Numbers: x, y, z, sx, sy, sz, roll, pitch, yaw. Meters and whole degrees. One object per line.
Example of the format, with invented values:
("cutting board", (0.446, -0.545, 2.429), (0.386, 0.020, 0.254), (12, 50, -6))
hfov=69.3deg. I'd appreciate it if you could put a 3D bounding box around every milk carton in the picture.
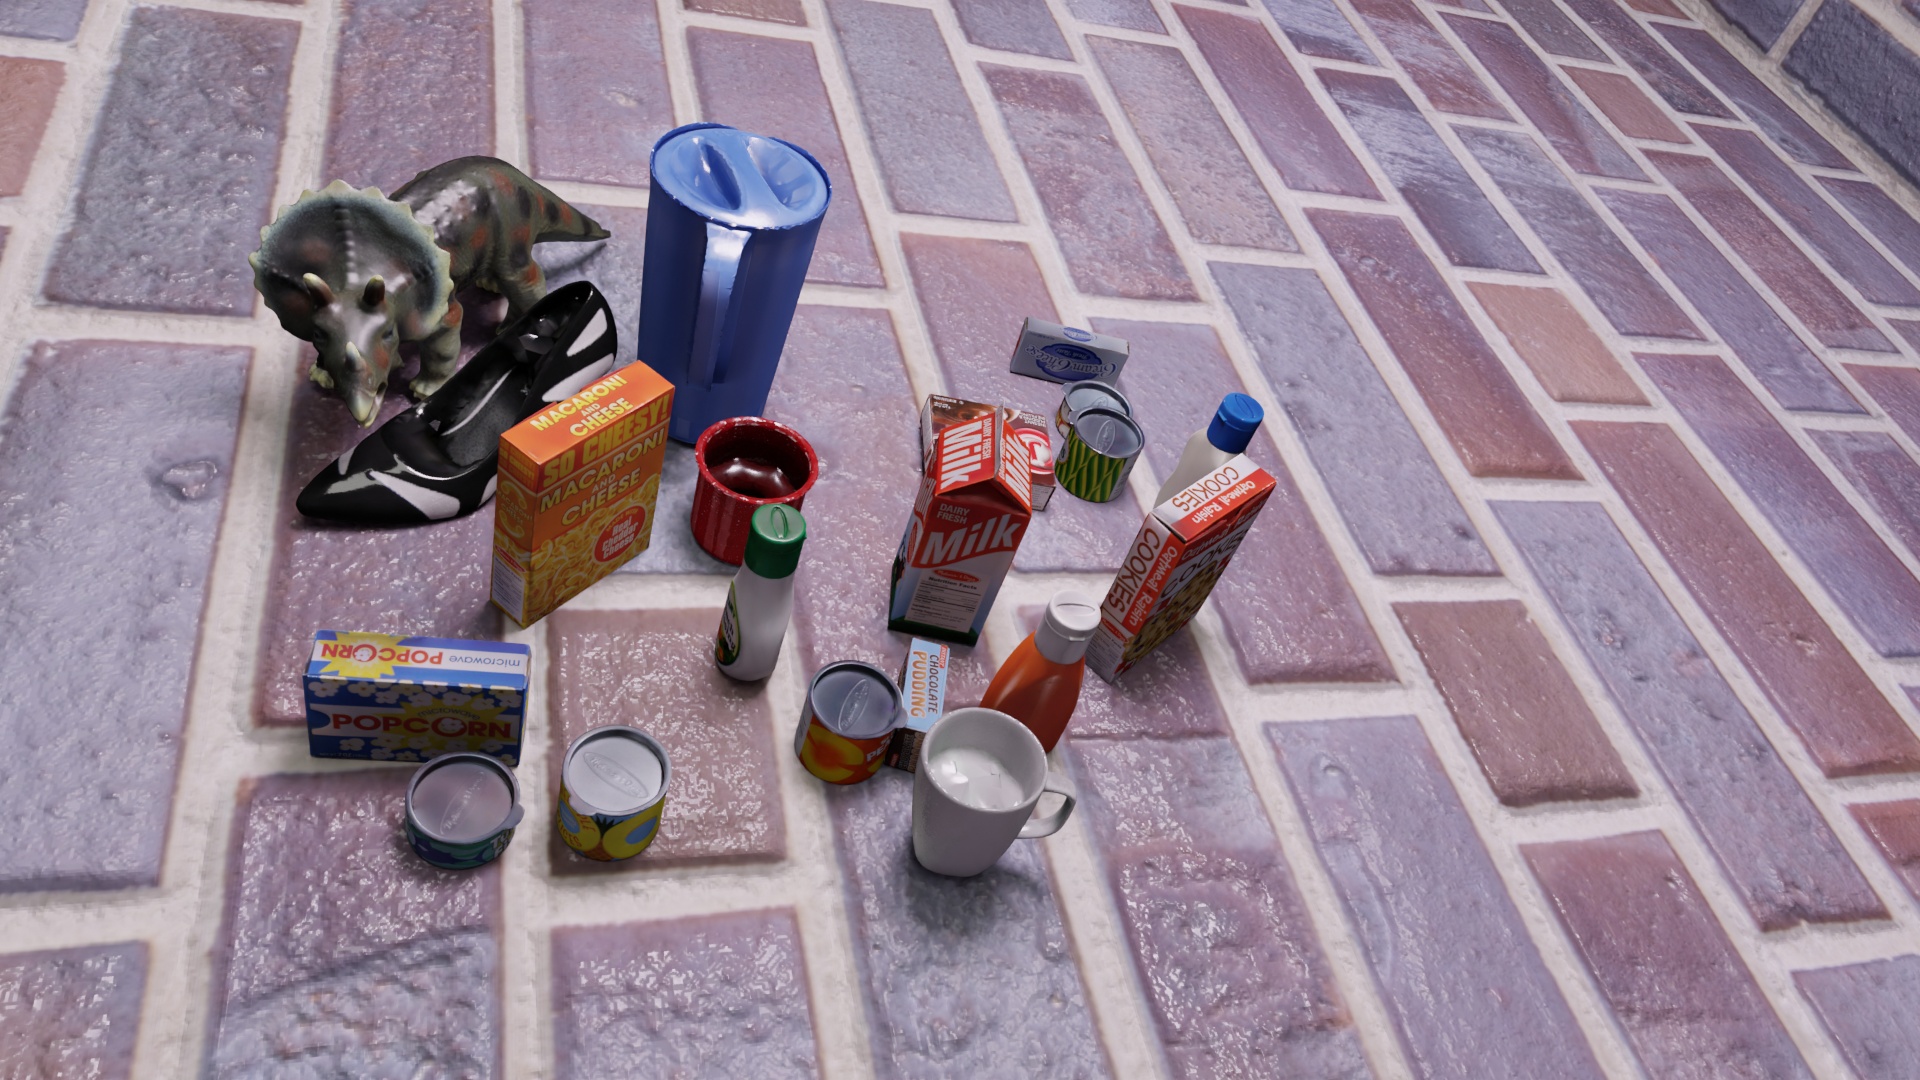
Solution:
("milk carton", (0.004, -0.013, 1.029), (0.073, 0.189, 0.073), (12, 45, -10))

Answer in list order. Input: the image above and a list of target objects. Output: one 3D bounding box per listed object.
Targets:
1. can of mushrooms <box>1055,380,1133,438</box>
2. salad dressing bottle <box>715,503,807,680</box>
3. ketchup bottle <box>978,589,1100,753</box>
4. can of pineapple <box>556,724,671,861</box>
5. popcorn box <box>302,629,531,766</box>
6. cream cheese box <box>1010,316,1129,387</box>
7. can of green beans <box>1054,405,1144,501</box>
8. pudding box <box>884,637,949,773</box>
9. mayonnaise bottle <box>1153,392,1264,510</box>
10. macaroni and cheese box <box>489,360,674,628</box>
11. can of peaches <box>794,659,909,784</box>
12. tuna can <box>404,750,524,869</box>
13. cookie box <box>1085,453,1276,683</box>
("can of mushrooms", (0.121, -0.116, 1.287), (0.071, 0.033, 0.071), (11, 45, -11))
("salad dressing bottle", (-0.137, 0.036, 0.958), (0.044, 0.146, 0.064), (1, 47, -20))
("ketchup bottle", (0.058, 0.095, 0.974), (0.065, 0.148, 0.044), (4, 46, -17))
("can of pineapple", (-0.220, 0.160, 0.871), (0.071, 0.057, 0.071), (11, 45, -11))
("popcorn box", (-0.336, 0.100, 0.866), (0.127, 0.084, 0.038), (6, 46, -16))
("cream cheese box", (0.103, -0.176, 1.323), (0.104, 0.053, 0.024), (12, 45, -10))
("can of green beans", (0.122, -0.077, 1.231), (0.071, 0.057, 0.071), (11, 45, -11))
("pudding box", (-0.030, 0.117, 0.991), (0.030, 0.049, 0.084), (15, 44, -7))
("mayonnaise bottle", (0.213, -0.060, 1.185), (0.041, 0.147, 0.065), (-7, 51, -26))
("macaroni and cheese box", (-0.264, -0.031, 0.962), (0.040, 0.165, 0.124), (36, 46, 15))
("can of peaches", (-0.076, 0.127, 0.958), (0.071, 0.057, 0.071), (11, 45, -11))
("tuna can", (-0.303, 0.166, 0.851), (0.071, 0.032, 0.071), (11, 45, -11))
("cookie box", (0.166, 0.022, 1.073), (0.040, 0.166, 0.123), (42, 47, 20))
